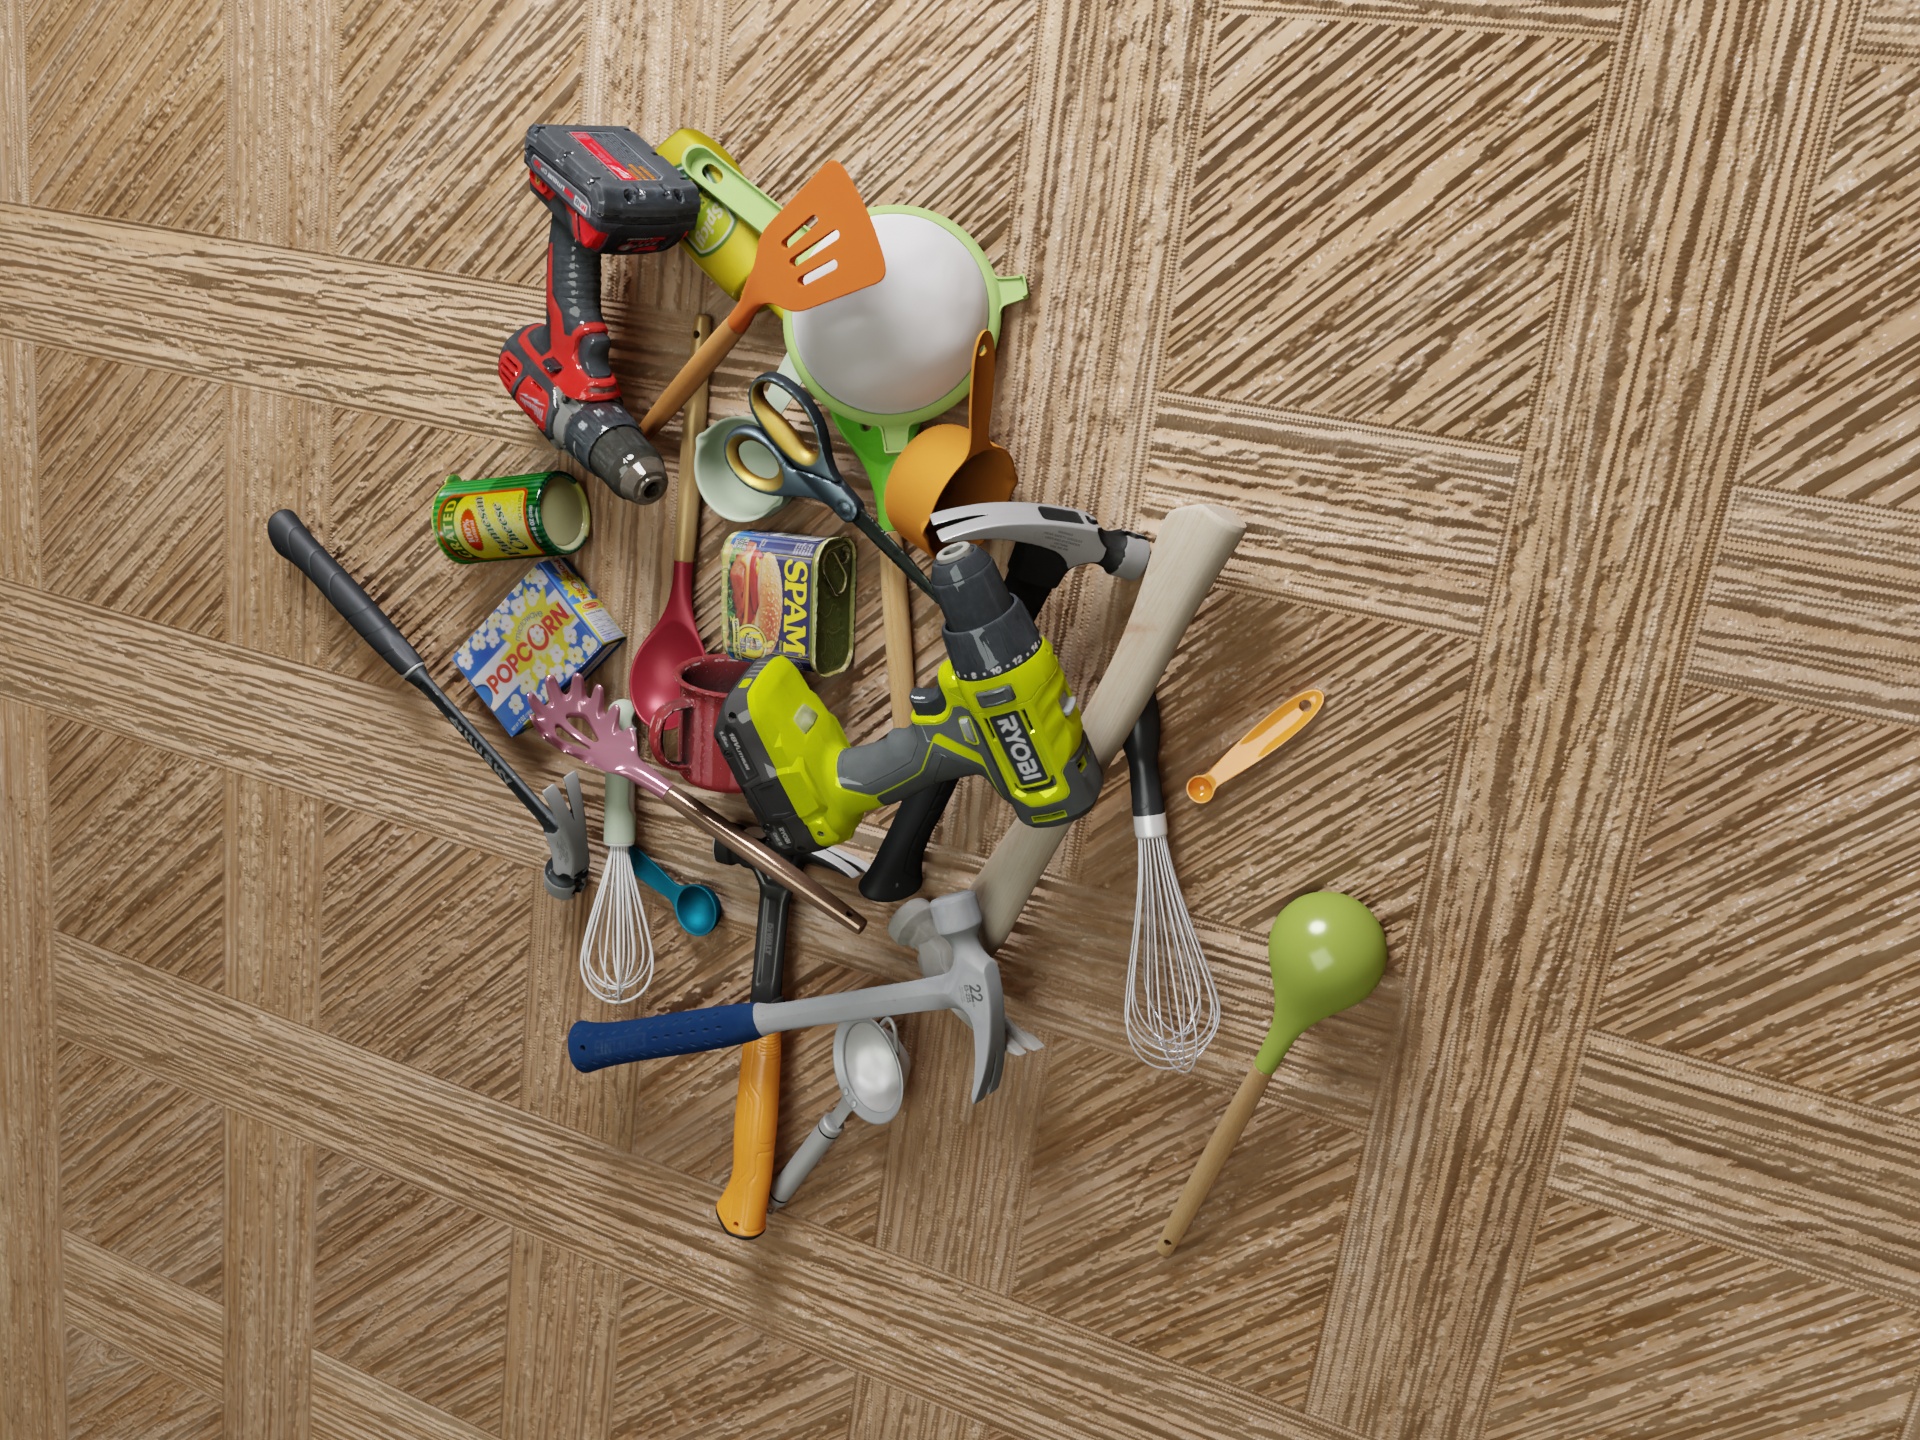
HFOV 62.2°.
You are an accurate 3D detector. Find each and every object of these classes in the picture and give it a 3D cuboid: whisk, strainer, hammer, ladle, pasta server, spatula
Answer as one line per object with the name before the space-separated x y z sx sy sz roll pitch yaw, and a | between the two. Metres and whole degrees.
whisk | -0.272 0.106 1.273 0.059 0.058 0.246 2 95 -3
strainer | -0.091 -0.308 1.058 0.256 0.069 0.151 39 95 4
hammer | -0.148 0.253 1.253 0.127 0.034 0.337 12 102 22
ladle | 0.205 0.255 1.112 0.078 0.062 0.320 28 118 14
hammer | -0.440 -0.031 1.306 0.409 0.036 0.149 45 147 14
hammer | -0.142 0.231 1.200 0.405 0.035 0.144 -15 89 31
pasta server | -0.200 0.066 1.207 0.316 0.060 0.040 33 147 14
hammer | 0.085 0.040 1.077 0.146 0.038 0.410 43 119 29
ladle | -0.209 -0.147 1.205 0.069 0.031 0.315 13 105 19
spatula | -0.153 -0.260 1.084 0.322 0.041 0.081 -27 86 55
whisk | 0.135 0.103 1.094 0.070 0.070 0.284 -5 95 25
strainer | -0.097 0.313 1.254 0.087 0.050 0.258 53 125 29
hammer | -0.002 -0.004 1.111 0.146 0.035 0.334 12 121 -24

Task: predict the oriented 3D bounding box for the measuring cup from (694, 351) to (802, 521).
measuring cup | -0.130 -0.220 1.147 0.083 0.038 0.167 38 112 12

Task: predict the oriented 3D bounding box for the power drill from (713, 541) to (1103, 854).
power drill | -0.039 -0.007 1.034 0.228 0.080 0.190 -14 115 24

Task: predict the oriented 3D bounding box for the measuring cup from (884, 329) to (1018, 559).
measuring cup | -0.007 -0.188 1.051 0.052 0.095 0.173 34 139 28

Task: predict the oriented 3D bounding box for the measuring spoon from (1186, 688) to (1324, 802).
measuring spoon | 0.199 0.017 1.071 0.117 0.011 0.021 -42 83 22

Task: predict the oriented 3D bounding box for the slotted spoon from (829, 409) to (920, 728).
slotted spoon | -0.051 -0.111 1.142 0.070 0.031 0.313 0 104 19

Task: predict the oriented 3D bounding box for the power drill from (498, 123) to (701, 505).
power drill | -0.251 -0.281 1.122 0.188 0.080 0.226 46 133 29

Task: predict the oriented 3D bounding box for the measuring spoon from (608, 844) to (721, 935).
measuring spoon | -0.239 0.127 1.290 0.129 0.021 0.042 35 113 23
